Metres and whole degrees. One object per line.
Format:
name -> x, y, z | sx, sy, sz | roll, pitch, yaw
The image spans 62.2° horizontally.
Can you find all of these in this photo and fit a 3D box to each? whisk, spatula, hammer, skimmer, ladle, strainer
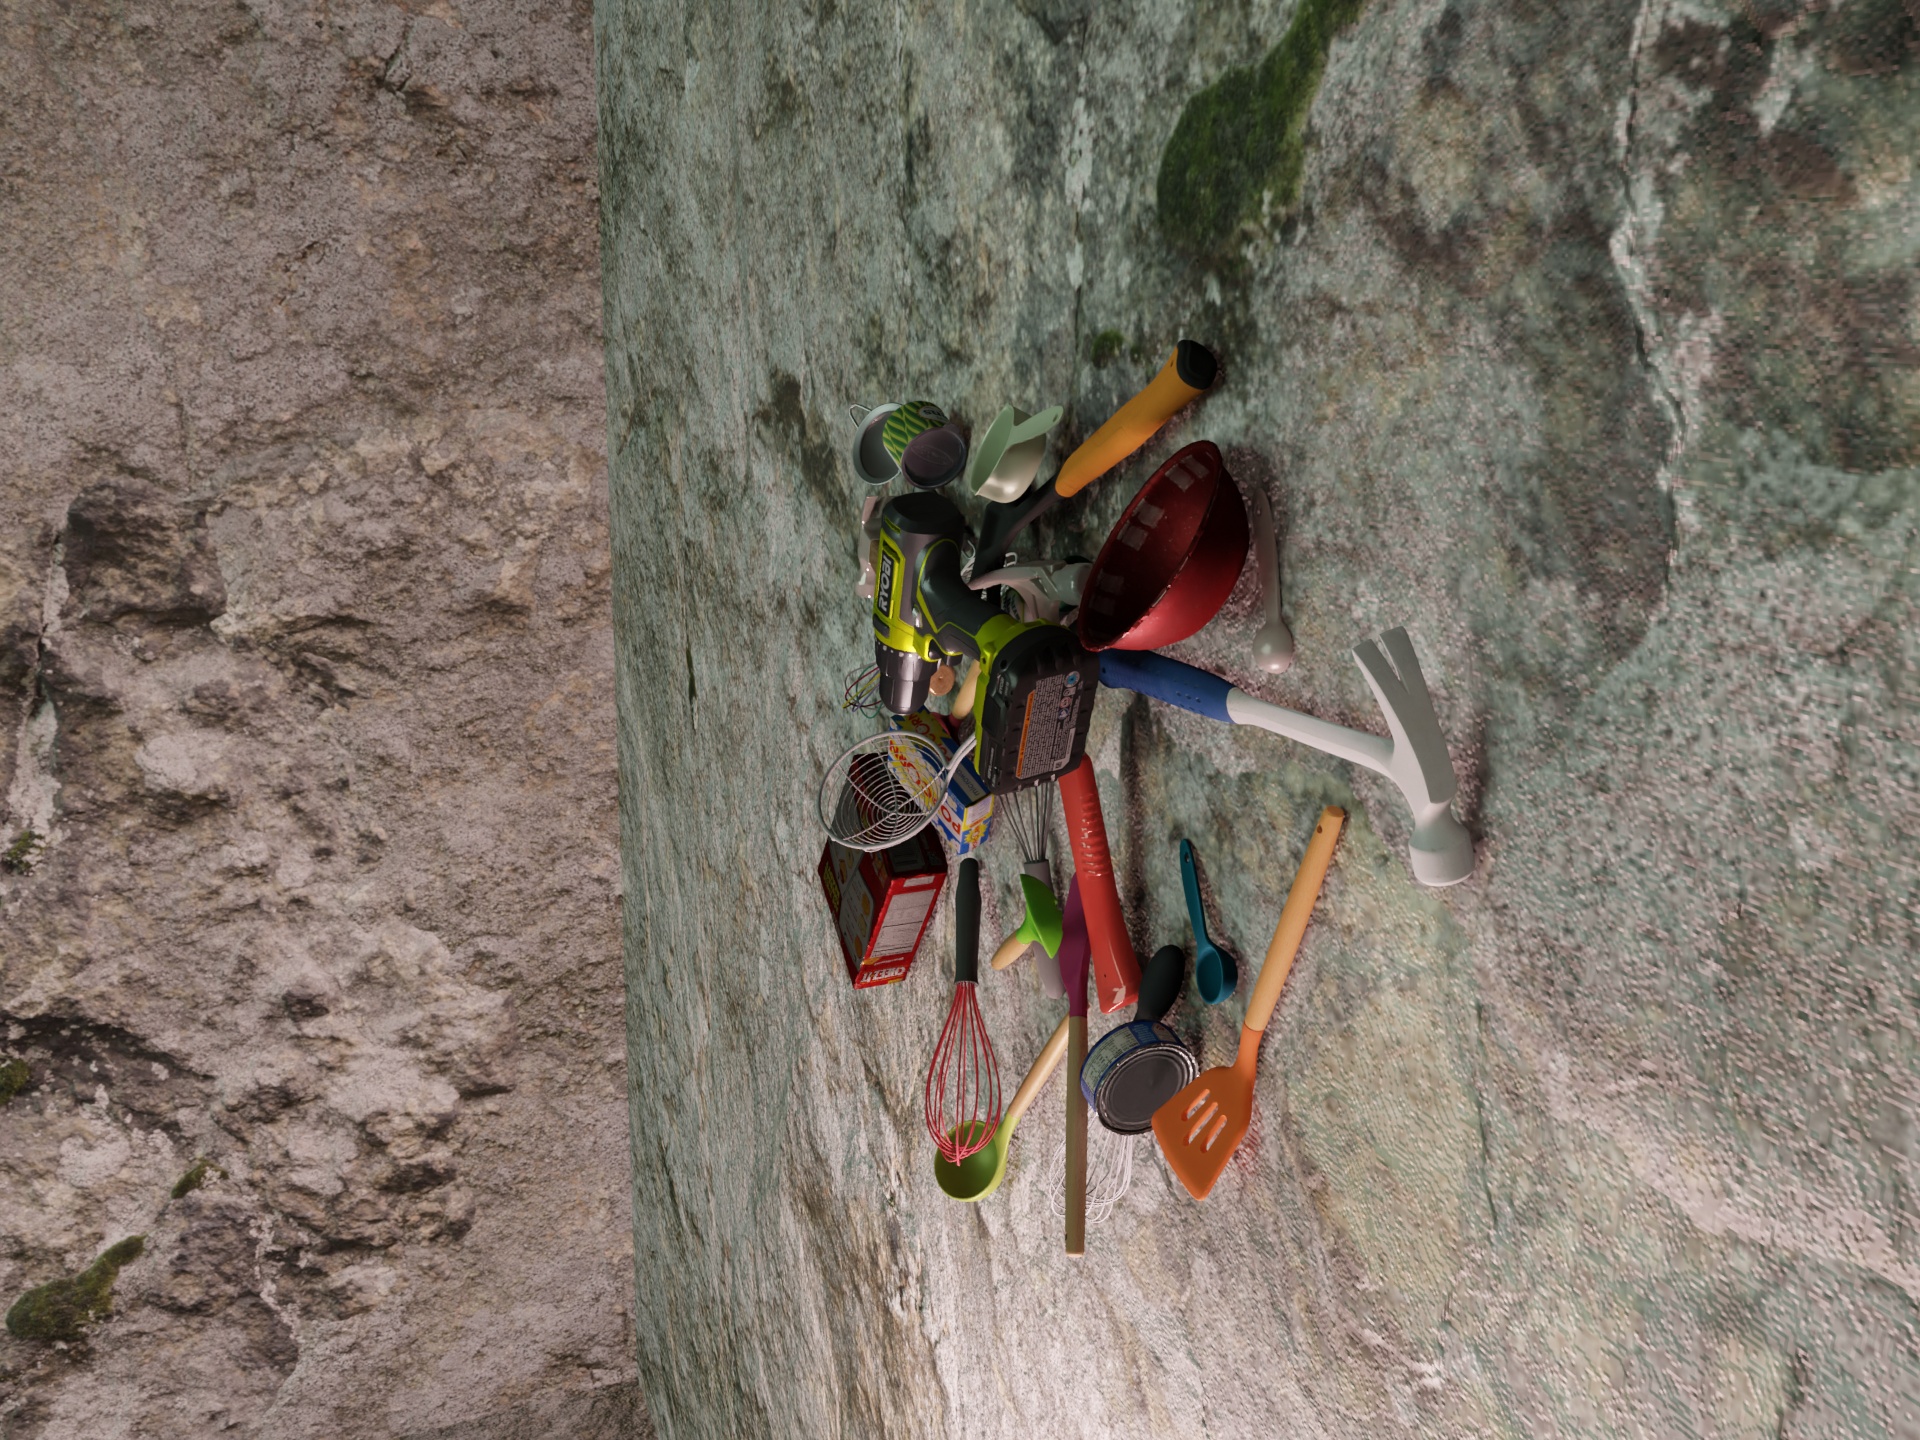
whisk -> 0.001, -0.129, 1.492 | 0.059, 0.057, 0.246 | -60, 19, -7
spatula -> 0.199, 0.190, 1.082 | 0.081, 0.041, 0.322 | -122, 36, -49
whisk -> 0.005, 0.264, 1.480 | 0.073, 0.073, 0.296 | 125, 152, -57
whisk -> -0.072, -0.058, 1.676 | 0.245, 0.047, 0.051 | 139, 124, -59
whisk -> 0.067, 0.124, 1.381 | 0.055, 0.055, 0.239 | 176, 85, -67
hammer -> 0.087, 0.054, 1.243 | 0.149, 0.036, 0.359 | 3, 107, 58
skimmer -> -0.002, -0.004, 1.357 | 0.363, 0.090, 0.127 | -45, 34, 43
hammer -> 0.187, -0.014, 1.046 | 0.406, 0.035, 0.144 | 28, 138, 66
ladle -> 0.002, -0.018, 1.468 | 0.069, 0.031, 0.315 | 63, 161, 15
whisk -> 0.127, 0.290, 1.256 | 0.070, 0.070, 0.284 | -125, 42, -50
ladle -> 0.047, 0.346, 1.457 | 0.320, 0.062, 0.078 | 113, 150, -44
hammer -> 0.094, -0.192, 1.226 | 0.337, 0.034, 0.127 | -34, 39, 61
strainer -> -0.042, -0.234, 1.571 | 0.087, 0.050, 0.259 | -51, 48, 19
hammer -> -0.058, -0.121, 1.566 | 0.332, 0.031, 0.130 | -117, 27, -56

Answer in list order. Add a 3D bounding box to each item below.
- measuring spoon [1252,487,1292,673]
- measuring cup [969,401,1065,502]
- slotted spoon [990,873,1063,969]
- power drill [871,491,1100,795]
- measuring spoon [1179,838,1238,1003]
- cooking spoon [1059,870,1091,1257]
measuring spoon -> 0.199, -0.092, 1.053 | 0.034, 0.018, 0.124 | 169, 96, -67
measuring cup -> 0.057, -0.216, 1.249 | 0.167, 0.038, 0.083 | -8, 62, 68
slotted spoon -> 0.051, 0.185, 1.356 | 0.313, 0.031, 0.070 | 110, 142, -72
power drill -> 0.003, -0.045, 1.225 | 0.229, 0.080, 0.190 | 46, 140, 42
measuring spoon -> 0.181, 0.144, 1.156 | 0.042, 0.021, 0.129 | 119, 149, -54
cooking spoon -> 0.094, 0.263, 1.269 | 0.068, 0.017, 0.319 | 125, 154, -56
